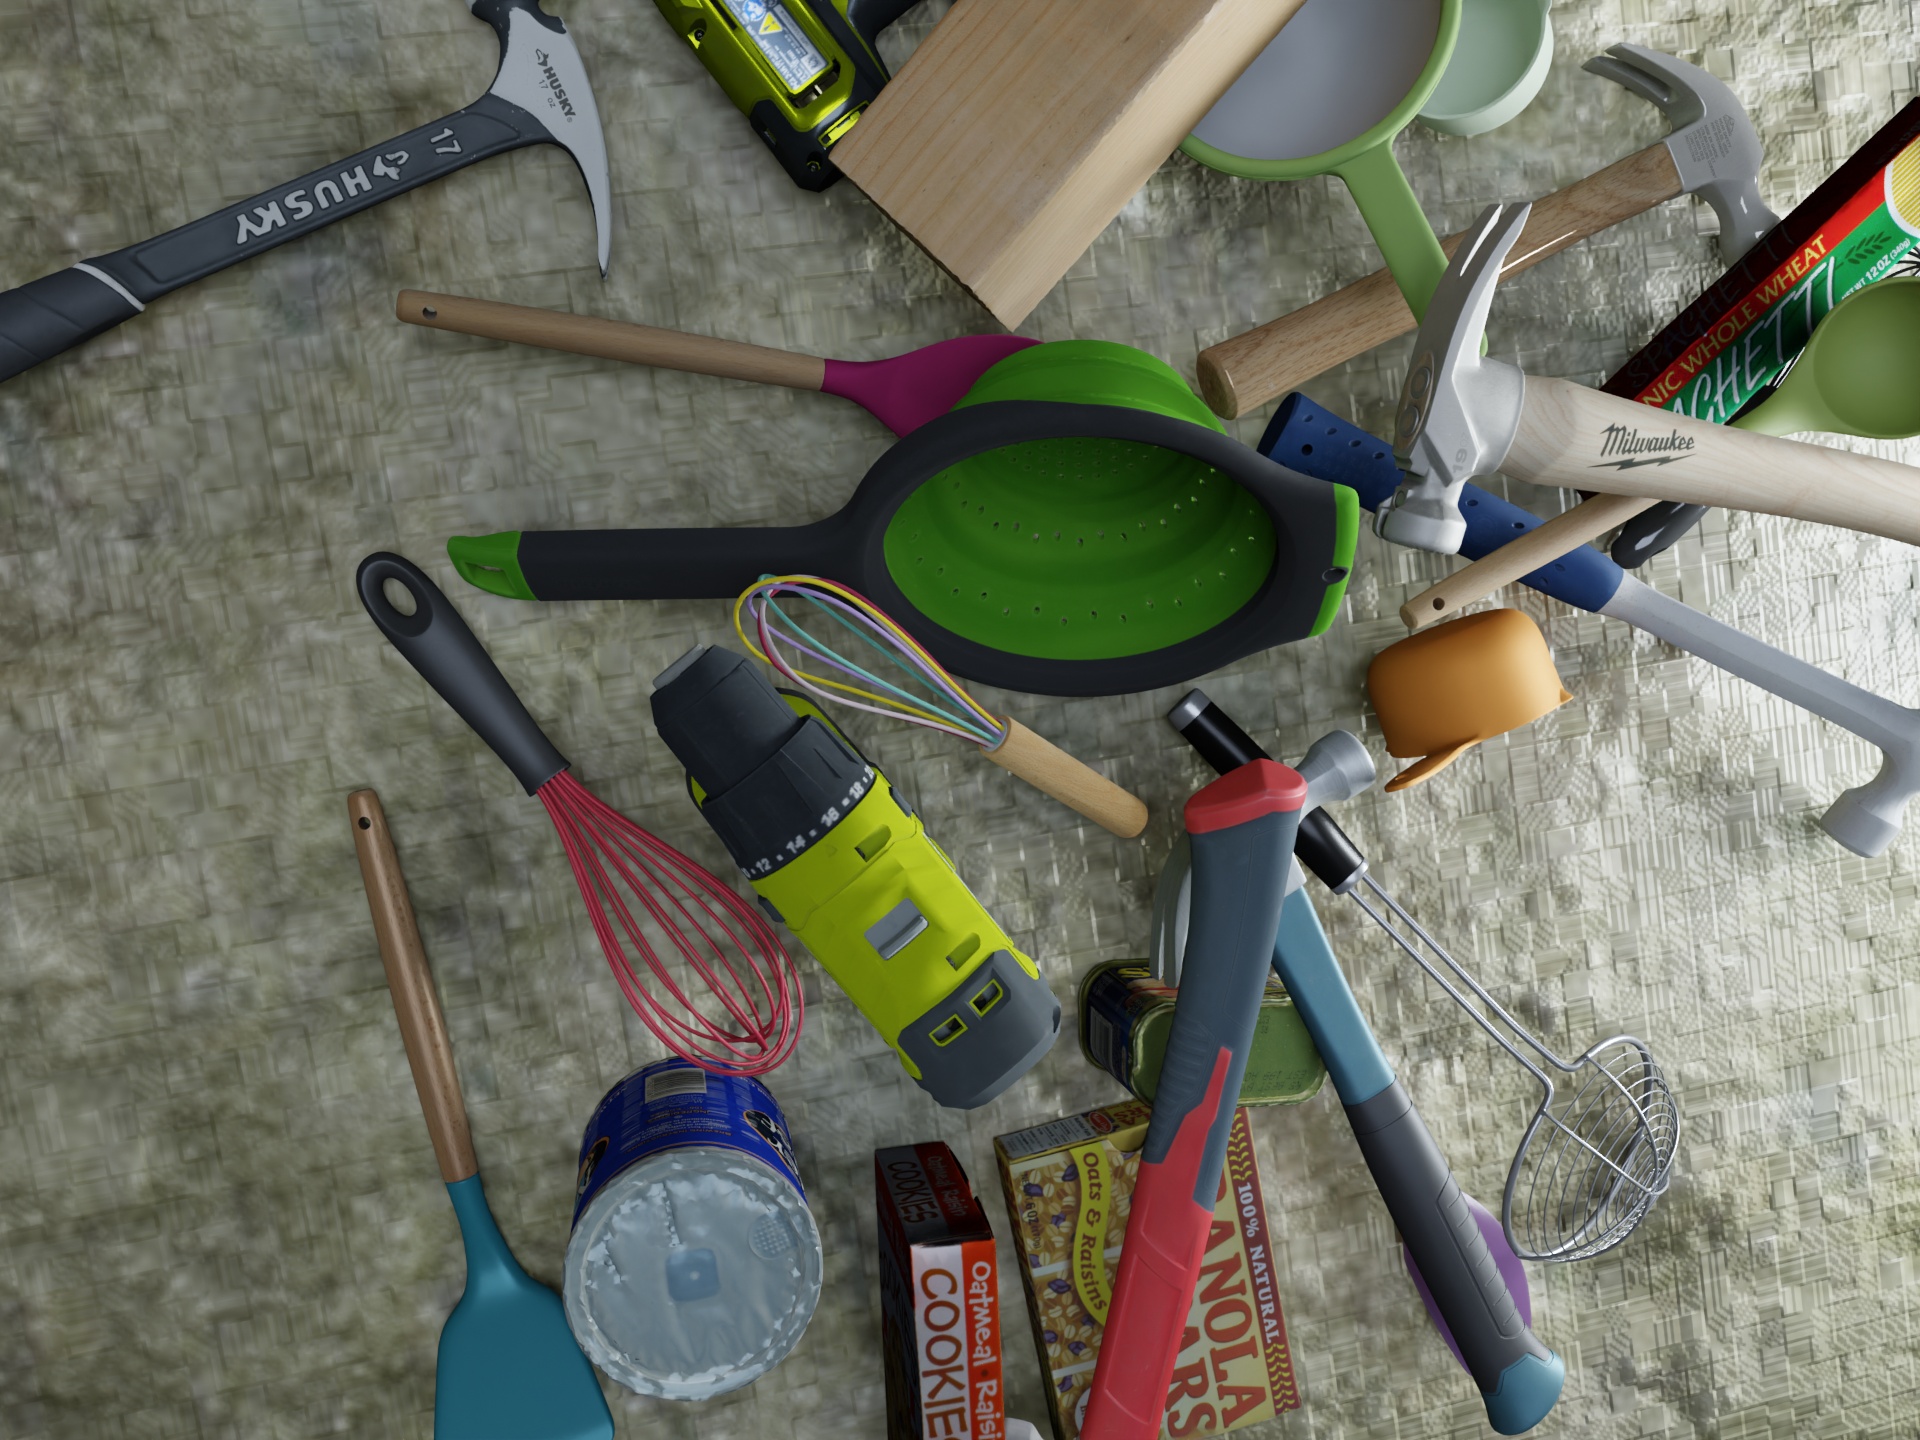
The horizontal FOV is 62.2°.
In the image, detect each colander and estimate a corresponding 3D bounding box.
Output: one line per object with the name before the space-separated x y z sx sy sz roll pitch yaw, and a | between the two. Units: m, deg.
colander | -0.029 -0.101 0.717 0.397 0.204 0.095 0 59 4

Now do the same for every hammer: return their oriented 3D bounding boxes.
hammer | 0.259 -0.231 0.782 0.331 0.031 0.130 -27 96 -14
hammer | 0.388 -0.118 0.726 0.410 0.038 0.146 9 104 -17
hammer | 0.340 -0.067 0.804 0.405 0.035 0.144 24 115 -8
hammer | -0.342 -0.189 0.682 0.409 0.036 0.149 -27 99 -8
hammer | 0.109 0.202 0.688 0.143 0.038 0.386 10 111 4
hammer | 0.192 0.178 0.722 0.128 0.033 0.331 -29 98 -9

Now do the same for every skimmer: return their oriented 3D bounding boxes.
skimmer | 0.229 0.127 0.814 0.363 0.090 0.127 46 73 0

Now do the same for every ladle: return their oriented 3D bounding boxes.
ladle | 0.347 -0.120 0.750 0.320 0.062 0.078 -27 94 -11

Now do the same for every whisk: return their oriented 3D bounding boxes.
whisk | 0.425 -0.165 0.826 0.239 0.055 0.055 -45 100 -1
whisk | -0.003 -0.002 0.725 0.244 0.051 0.047 31 98 -33
whisk | -0.174 0.043 0.720 0.073 0.073 0.296 -39 94 -6

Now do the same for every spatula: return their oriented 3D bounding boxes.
spatula | -0.233 0.186 0.723 0.082 0.044 0.317 -14 95 -6
spatula | 0.217 0.203 0.823 0.060 0.018 0.316 -32 100 -12

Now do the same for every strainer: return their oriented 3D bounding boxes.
strainer | 0.177 -0.272 0.739 0.151 0.069 0.256 -27 86 13

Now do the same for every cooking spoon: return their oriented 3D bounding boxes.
cooking spoon | -0.088 -0.162 0.723 0.318 0.017 0.068 6 119 -17

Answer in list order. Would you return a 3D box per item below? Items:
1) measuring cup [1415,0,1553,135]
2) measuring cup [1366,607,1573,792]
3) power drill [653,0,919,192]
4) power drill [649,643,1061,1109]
measuring cup | 0.239 -0.365 0.779 0.083 0.038 0.168 -18 75 29
measuring cup | 0.222 -0.011 0.744 0.095 0.173 0.052 -19 93 35
power drill | -0.036 -0.373 0.709 0.223 0.080 0.171 -40 100 -3
power drill | -0.057 0.047 0.652 0.080 0.228 0.190 -40 100 -6
